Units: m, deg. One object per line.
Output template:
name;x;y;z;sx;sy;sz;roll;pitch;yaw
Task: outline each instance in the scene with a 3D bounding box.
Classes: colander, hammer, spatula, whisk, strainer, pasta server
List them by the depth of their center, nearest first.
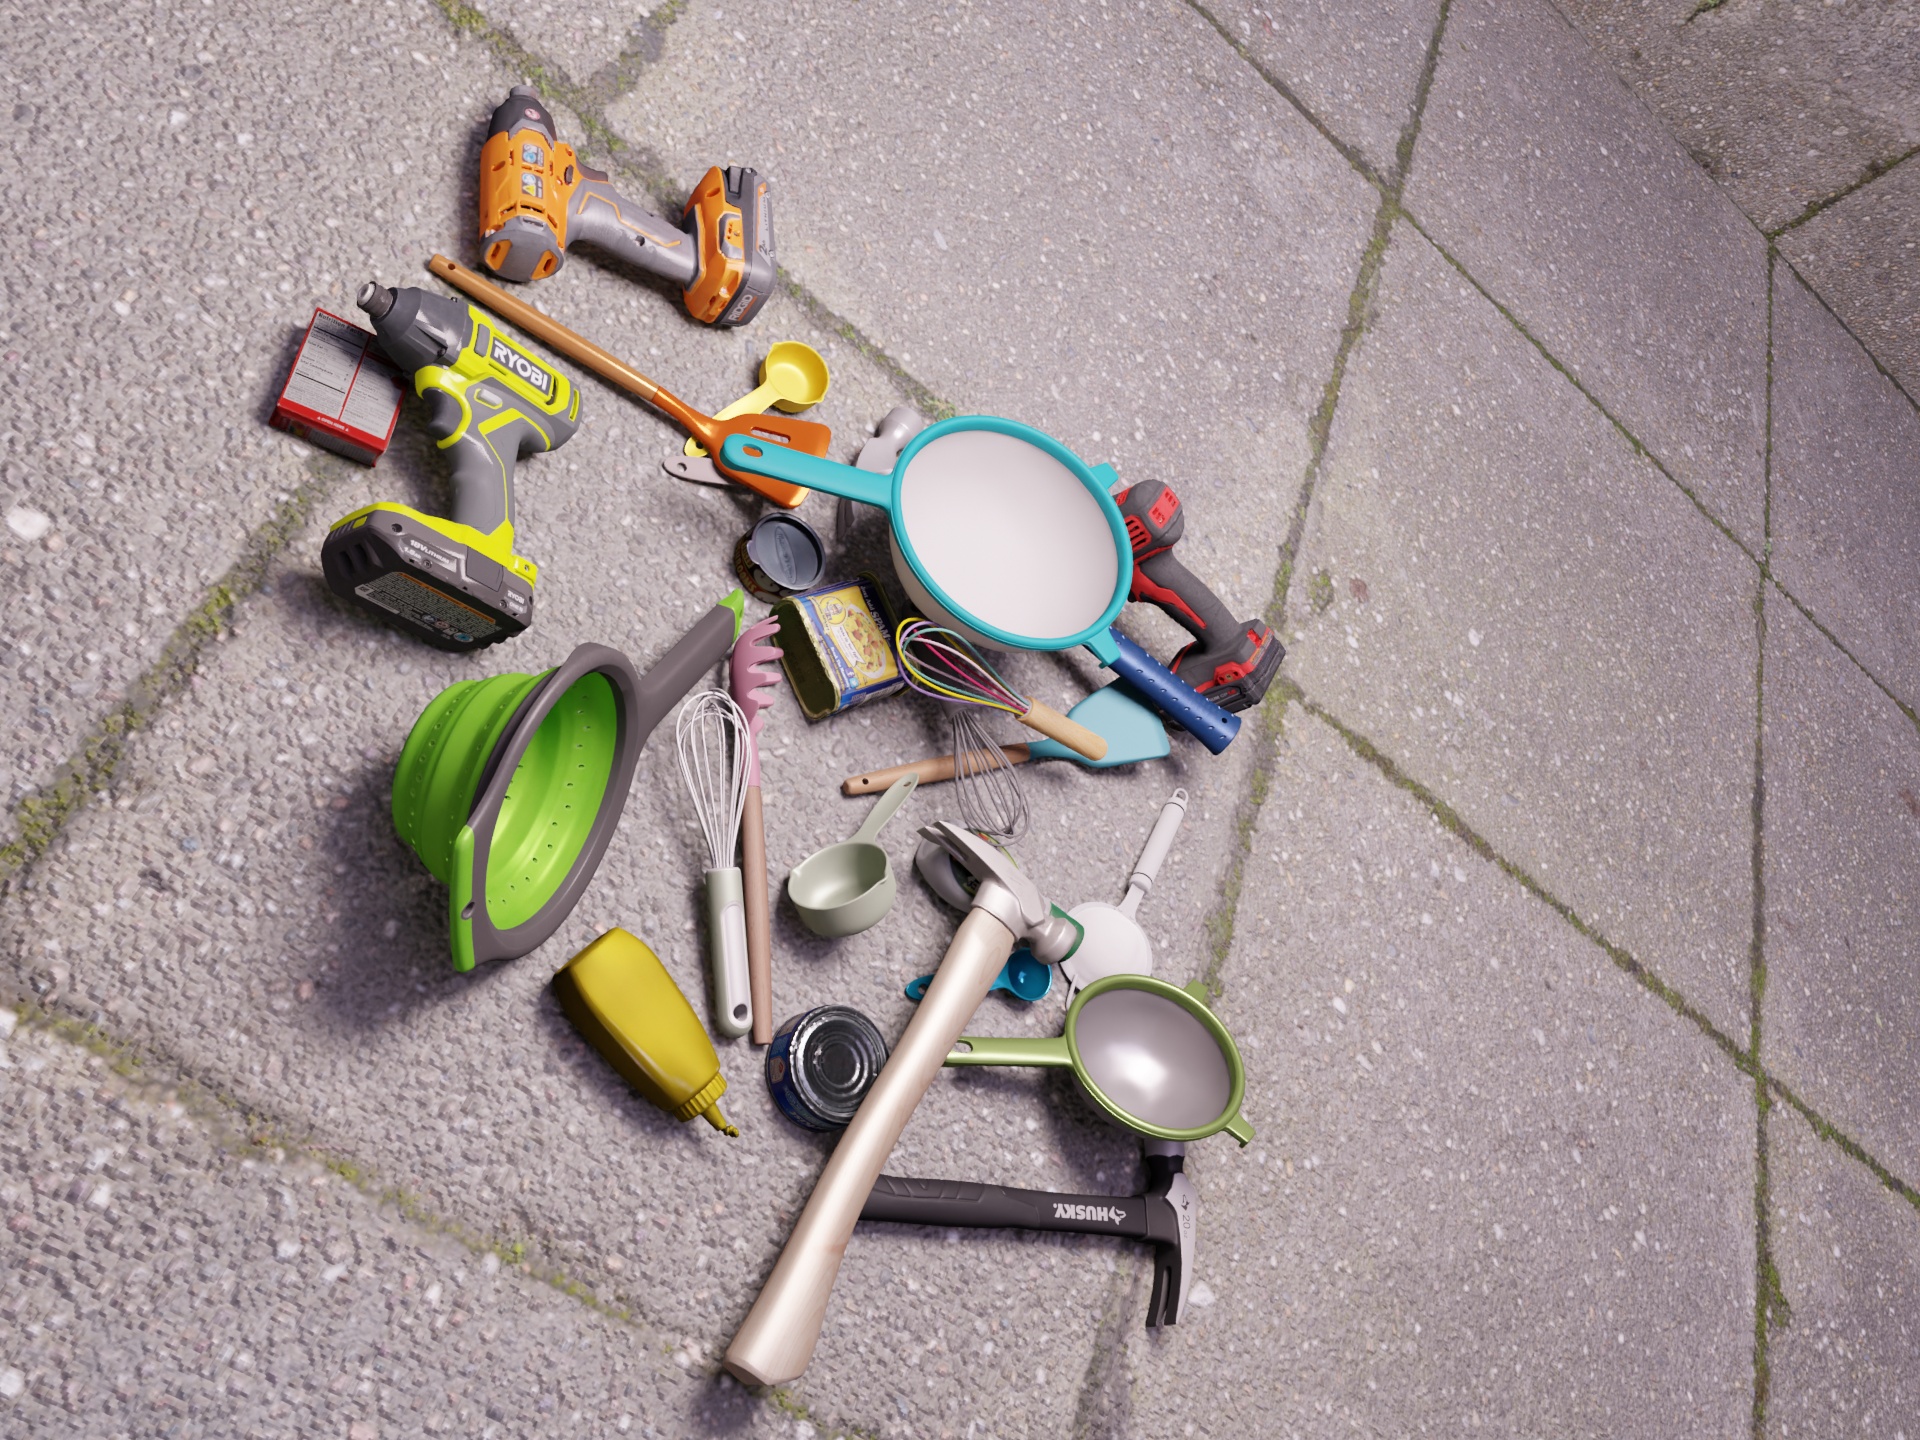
colander;-0.262;-0.001;1.061;0.094;0.204;0.397;18;34;10
hammer;-0.053;0.255;1.095;0.146;0.038;0.411;43;52;-15
whisk;-0.166;0.098;1.113;0.057;0.059;0.246;3;76;-41
pasta server;-0.144;0.075;1.154;0.040;0.060;0.316;-4;72;-3
hammer;0.040;0.363;1.165;0.334;0.035;0.146;15;61;-32
spatula;-0.253;-0.267;1.217;0.322;0.041;0.081;29;68;-19
strainer;0.092;0.273;1.229;0.256;0.069;0.152;6;43;-19
strainer;-0.033;-0.146;1.248;0.340;0.095;0.211;14;59;-19
whisk;0.037;-0.021;1.255;0.244;0.051;0.047;28;25;-41
whisk;-0.003;-0.003;1.267;0.055;0.055;0.239;1;53;-37
spatula;0.039;0.024;1.312;0.317;0.044;0.082;-11;72;-39
strainer;0.149;0.142;1.347;0.087;0.050;0.259;34;48;-2
hammer;0.072;-0.101;1.363;0.405;0.035;0.144;37;52;-7

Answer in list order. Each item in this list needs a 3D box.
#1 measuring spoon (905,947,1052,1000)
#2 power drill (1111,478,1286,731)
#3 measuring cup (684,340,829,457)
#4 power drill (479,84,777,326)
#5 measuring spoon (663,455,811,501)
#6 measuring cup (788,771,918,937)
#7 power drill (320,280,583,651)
measuring spoon;0.012;0.203;1.232;0.128;0.021;0.042;-3;72;-28
power drill;0.177;-0.103;1.419;0.219;0.143;0.079;50;47;-16
measuring cup;-0.171;-0.254;1.298;0.062;0.029;0.156;50;61;-6
power drill;-0.265;-0.409;1.256;0.226;0.084;0.164;7;66;-31
measuring spoon;-0.179;-0.192;1.268;0.124;0.018;0.034;6;68;-28
measuring cup;-0.066;0.100;1.186;0.168;0.083;0.038;-54;136;-47
power drill;-0.345;-0.175;1.068;0.171;0.080;0.223;32;50;-47
